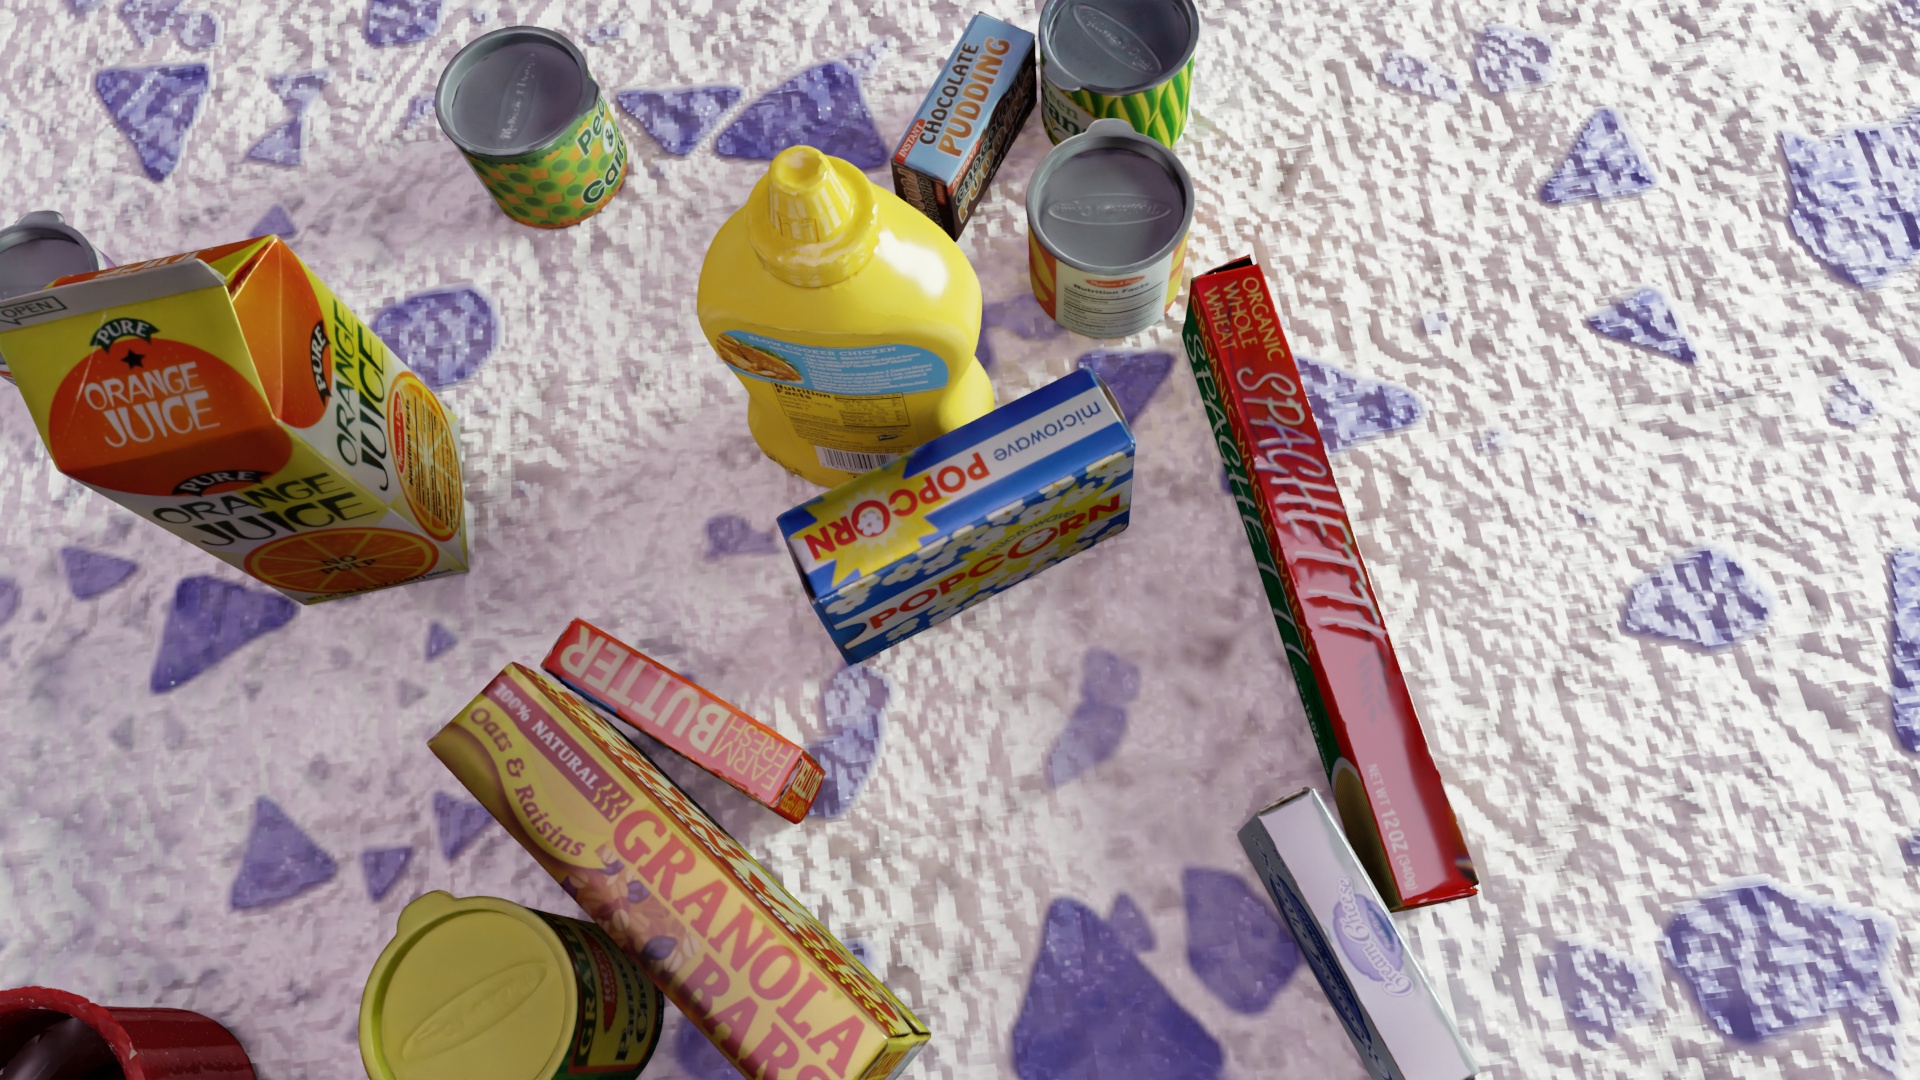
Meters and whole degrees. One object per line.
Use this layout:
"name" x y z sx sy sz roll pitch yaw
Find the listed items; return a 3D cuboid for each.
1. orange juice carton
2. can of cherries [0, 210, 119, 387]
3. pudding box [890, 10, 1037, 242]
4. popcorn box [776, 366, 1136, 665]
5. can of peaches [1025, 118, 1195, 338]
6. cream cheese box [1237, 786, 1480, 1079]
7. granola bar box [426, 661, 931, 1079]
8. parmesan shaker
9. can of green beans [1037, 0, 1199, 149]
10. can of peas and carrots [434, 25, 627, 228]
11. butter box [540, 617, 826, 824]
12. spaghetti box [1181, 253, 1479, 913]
"orange juice carton" -0.247 -0.043 0.491 0.072 0.192 0.073 -12 70 0
"can of cherries" -0.378 -0.094 0.590 0.071 0.058 0.071 -1 71 4
"pudding box" 0.002 -0.177 0.597 0.030 0.049 0.084 24 74 12
"popcorn box" 0.002 -0.006 0.517 0.127 0.085 0.038 -26 71 -5
"can of peaches" 0.061 -0.126 0.570 0.071 0.058 0.071 -1 71 4
"cream cheese box" 0.133 0.138 0.473 0.024 0.053 0.104 -26 71 -5
"granola bar box" -0.085 0.119 0.458 0.166 0.124 0.039 40 78 16
"parmesan shaker" -0.144 0.154 0.460 0.071 0.102 0.071 -1 71 4
"can of green beans" 0.067 -0.202 0.597 0.071 0.057 0.071 -1 70 4
"can of peas and carrots" -0.183 -0.179 0.606 0.071 0.058 0.071 -1 71 4
"butter box" -0.101 0.068 0.515 0.103 0.053 0.024 28 75 13
"spaghetti box" 0.132 0.012 0.520 0.029 0.050 0.251 -14 70 -1
